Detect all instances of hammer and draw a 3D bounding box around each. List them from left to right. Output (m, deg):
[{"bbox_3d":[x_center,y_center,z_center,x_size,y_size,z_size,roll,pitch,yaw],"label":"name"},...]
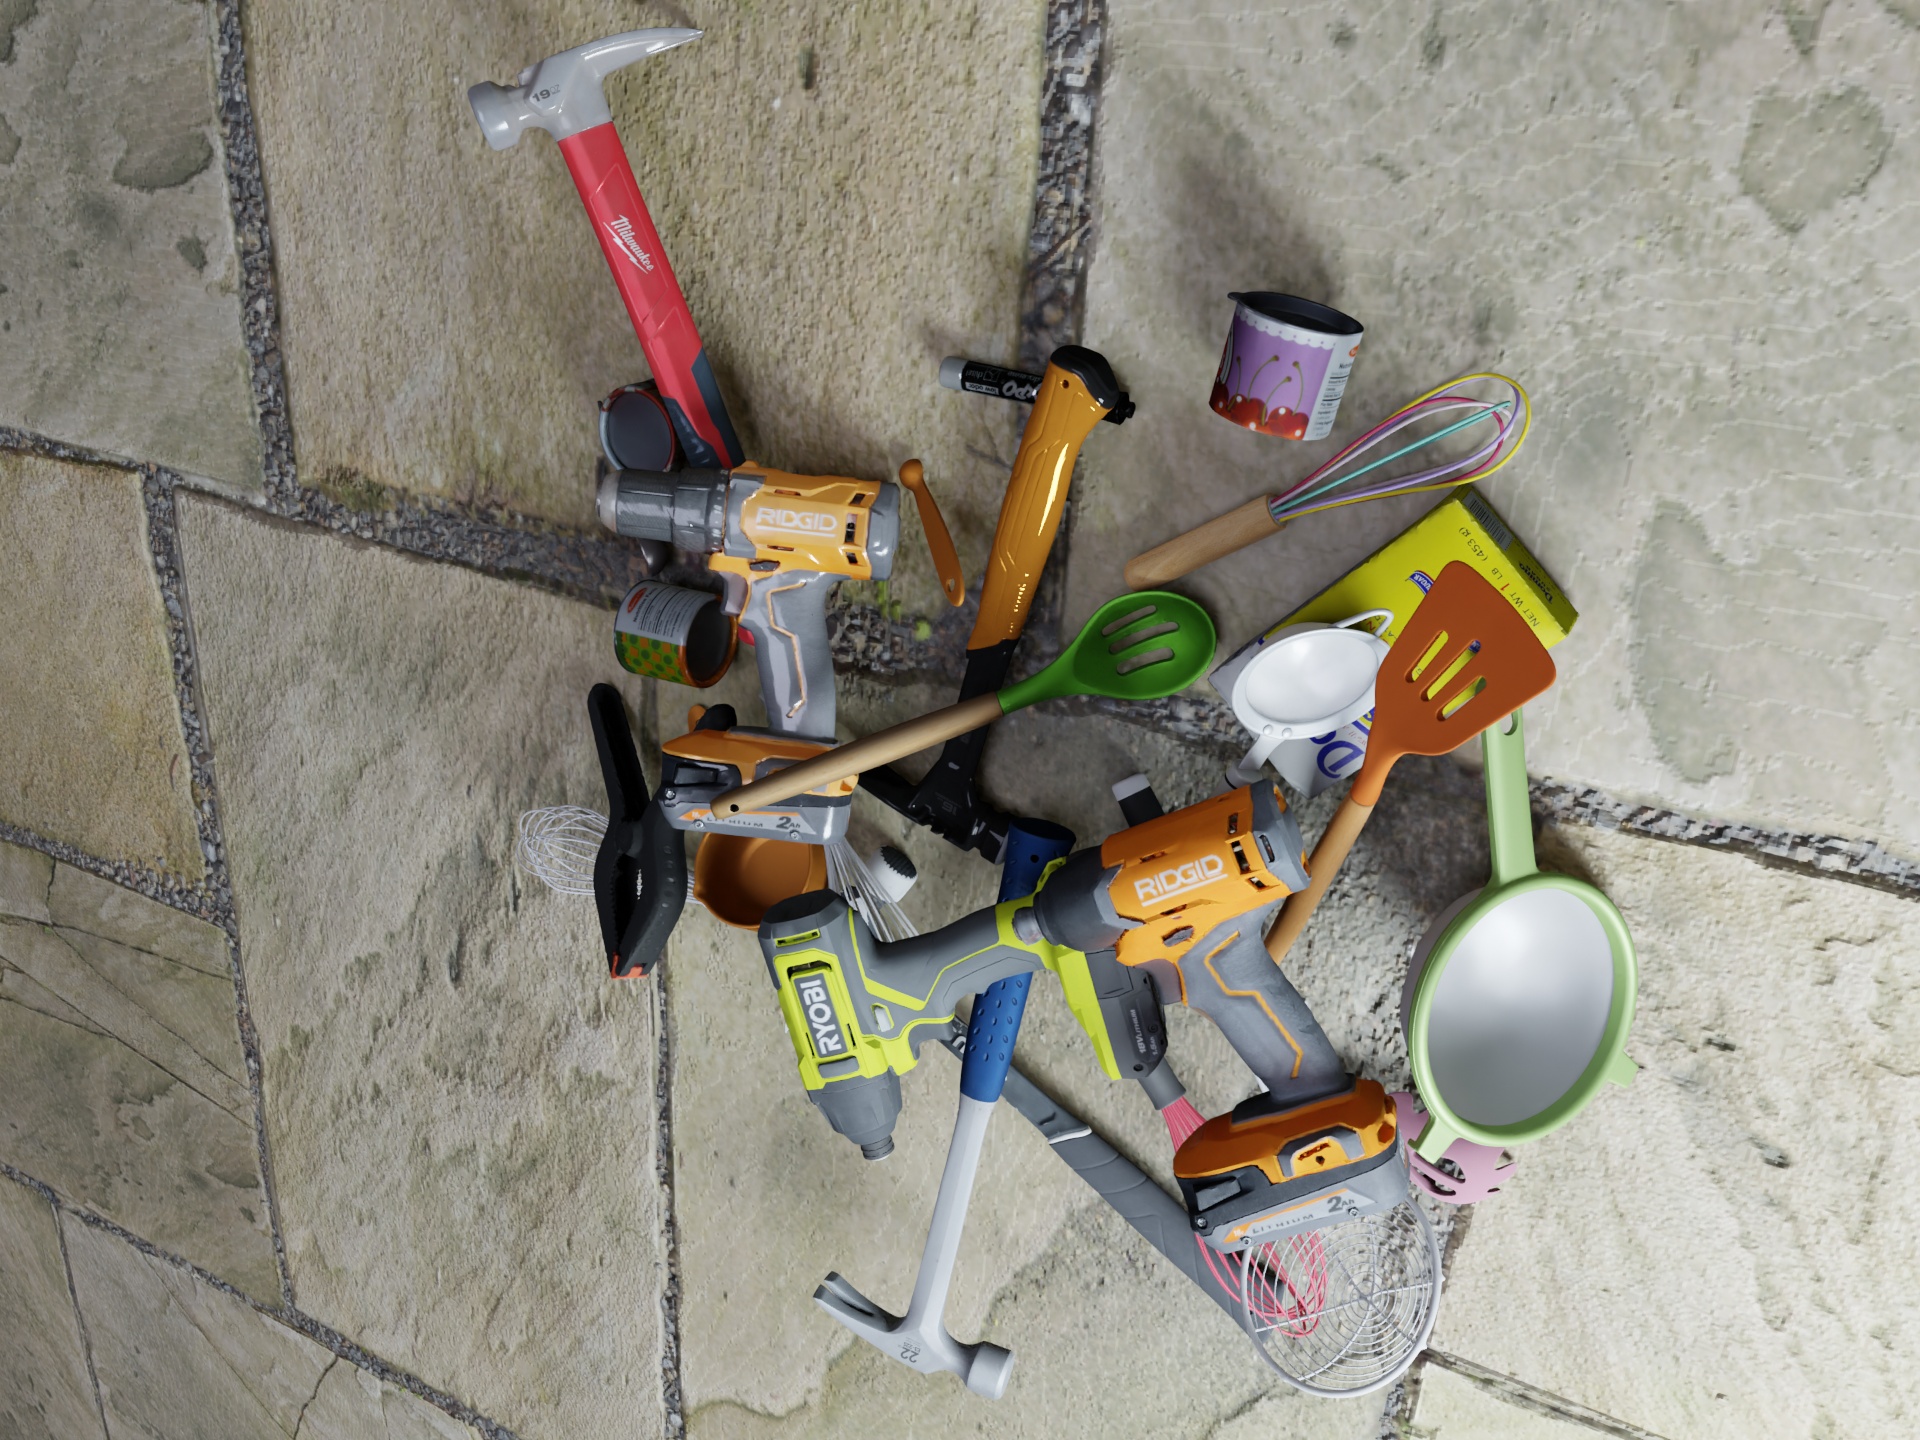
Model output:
[{"bbox_3d":[-0.160,-0.224,0.996,0.143,0.038,0.386,-22,109,-4],"label":"hammer"},{"bbox_3d":[0.004,0.255,1.050,0.144,0.035,0.405,17,107,14],"label":"hammer"},{"bbox_3d":[0.019,-0.069,0.960,0.127,0.034,0.336,29,125,16],"label":"hammer"},{"bbox_3d":[0.054,0.271,1.076,0.409,0.036,0.149,41,108,6],"label":"hammer"}]

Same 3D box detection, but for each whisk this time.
[{"bbox_3d":[-0.206,0.119,1.168,0.285,0.070,0.070,14,116,19],"label":"whisk"},{"bbox_3d":[-0.082,0.081,1.053,0.057,0.059,0.246,102,146,-71],"label":"whisk"},{"bbox_3d":[0.145,0.260,1.017,0.073,0.073,0.296,-37,83,35],"label":"whisk"},{"bbox_3d":[0.188,-0.117,0.852,0.245,0.051,0.047,-23,102,38],"label":"whisk"}]

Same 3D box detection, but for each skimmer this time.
[{"bbox_3d":[0.164,0.203,0.930,0.127,0.090,0.363,-28,84,28],"label":"skimmer"}]

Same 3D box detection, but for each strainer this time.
[{"bbox_3d":[0.157,0.023,0.871,0.086,0.050,0.258,11,129,-21],"label":"strainer"},{"bbox_3d":[0.279,0.097,0.851,0.069,0.151,0.256,-160,59,-65],"label":"strainer"}]

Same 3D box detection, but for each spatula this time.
[{"bbox_3d":[0.217,0.052,0.860,0.081,0.041,0.322,59,153,31],"label":"spatula"}]

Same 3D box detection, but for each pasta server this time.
[{"bbox_3d":[0.193,0.198,0.987,0.316,0.040,0.060,34,122,19],"label":"pasta server"}]

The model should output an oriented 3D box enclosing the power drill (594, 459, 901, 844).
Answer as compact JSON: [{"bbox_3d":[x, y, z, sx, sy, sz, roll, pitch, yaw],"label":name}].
[{"bbox_3d":[-0.139,-0.047,0.984,0.185,0.084,0.226,7,97,-3],"label":"power drill"}]

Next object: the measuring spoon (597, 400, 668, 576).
[{"bbox_3d":[-0.223,-0.160,1.087,0.018,0.034,0.124,-18,97,-10],"label":"measuring spoon"}]

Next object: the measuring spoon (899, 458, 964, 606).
[{"bbox_3d":[-0.019,-0.114,0.951,0.021,0.011,0.117,-54,43,41],"label":"measuring spoon"}]

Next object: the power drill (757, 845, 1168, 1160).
[{"bbox_3d":[0.006,0.171,0.963,0.223,0.080,0.171,-14,103,9],"label":"power drill"}]

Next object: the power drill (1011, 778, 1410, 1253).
[{"bbox_3d":[0.134,0.162,0.860,0.164,0.084,0.226,-21,91,16],"label":"power drill"}]

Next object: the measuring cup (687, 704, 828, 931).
[{"bbox_3d":[-0.150,0.069,1.120,0.095,0.052,0.174,-28,67,9],"label":"measuring cup"}]

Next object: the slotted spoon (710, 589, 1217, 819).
[{"bbox_3d":[-0.001,-0.003,0.935,0.314,0.031,0.070,-21,114,4],"label":"slotted spoon"}]
